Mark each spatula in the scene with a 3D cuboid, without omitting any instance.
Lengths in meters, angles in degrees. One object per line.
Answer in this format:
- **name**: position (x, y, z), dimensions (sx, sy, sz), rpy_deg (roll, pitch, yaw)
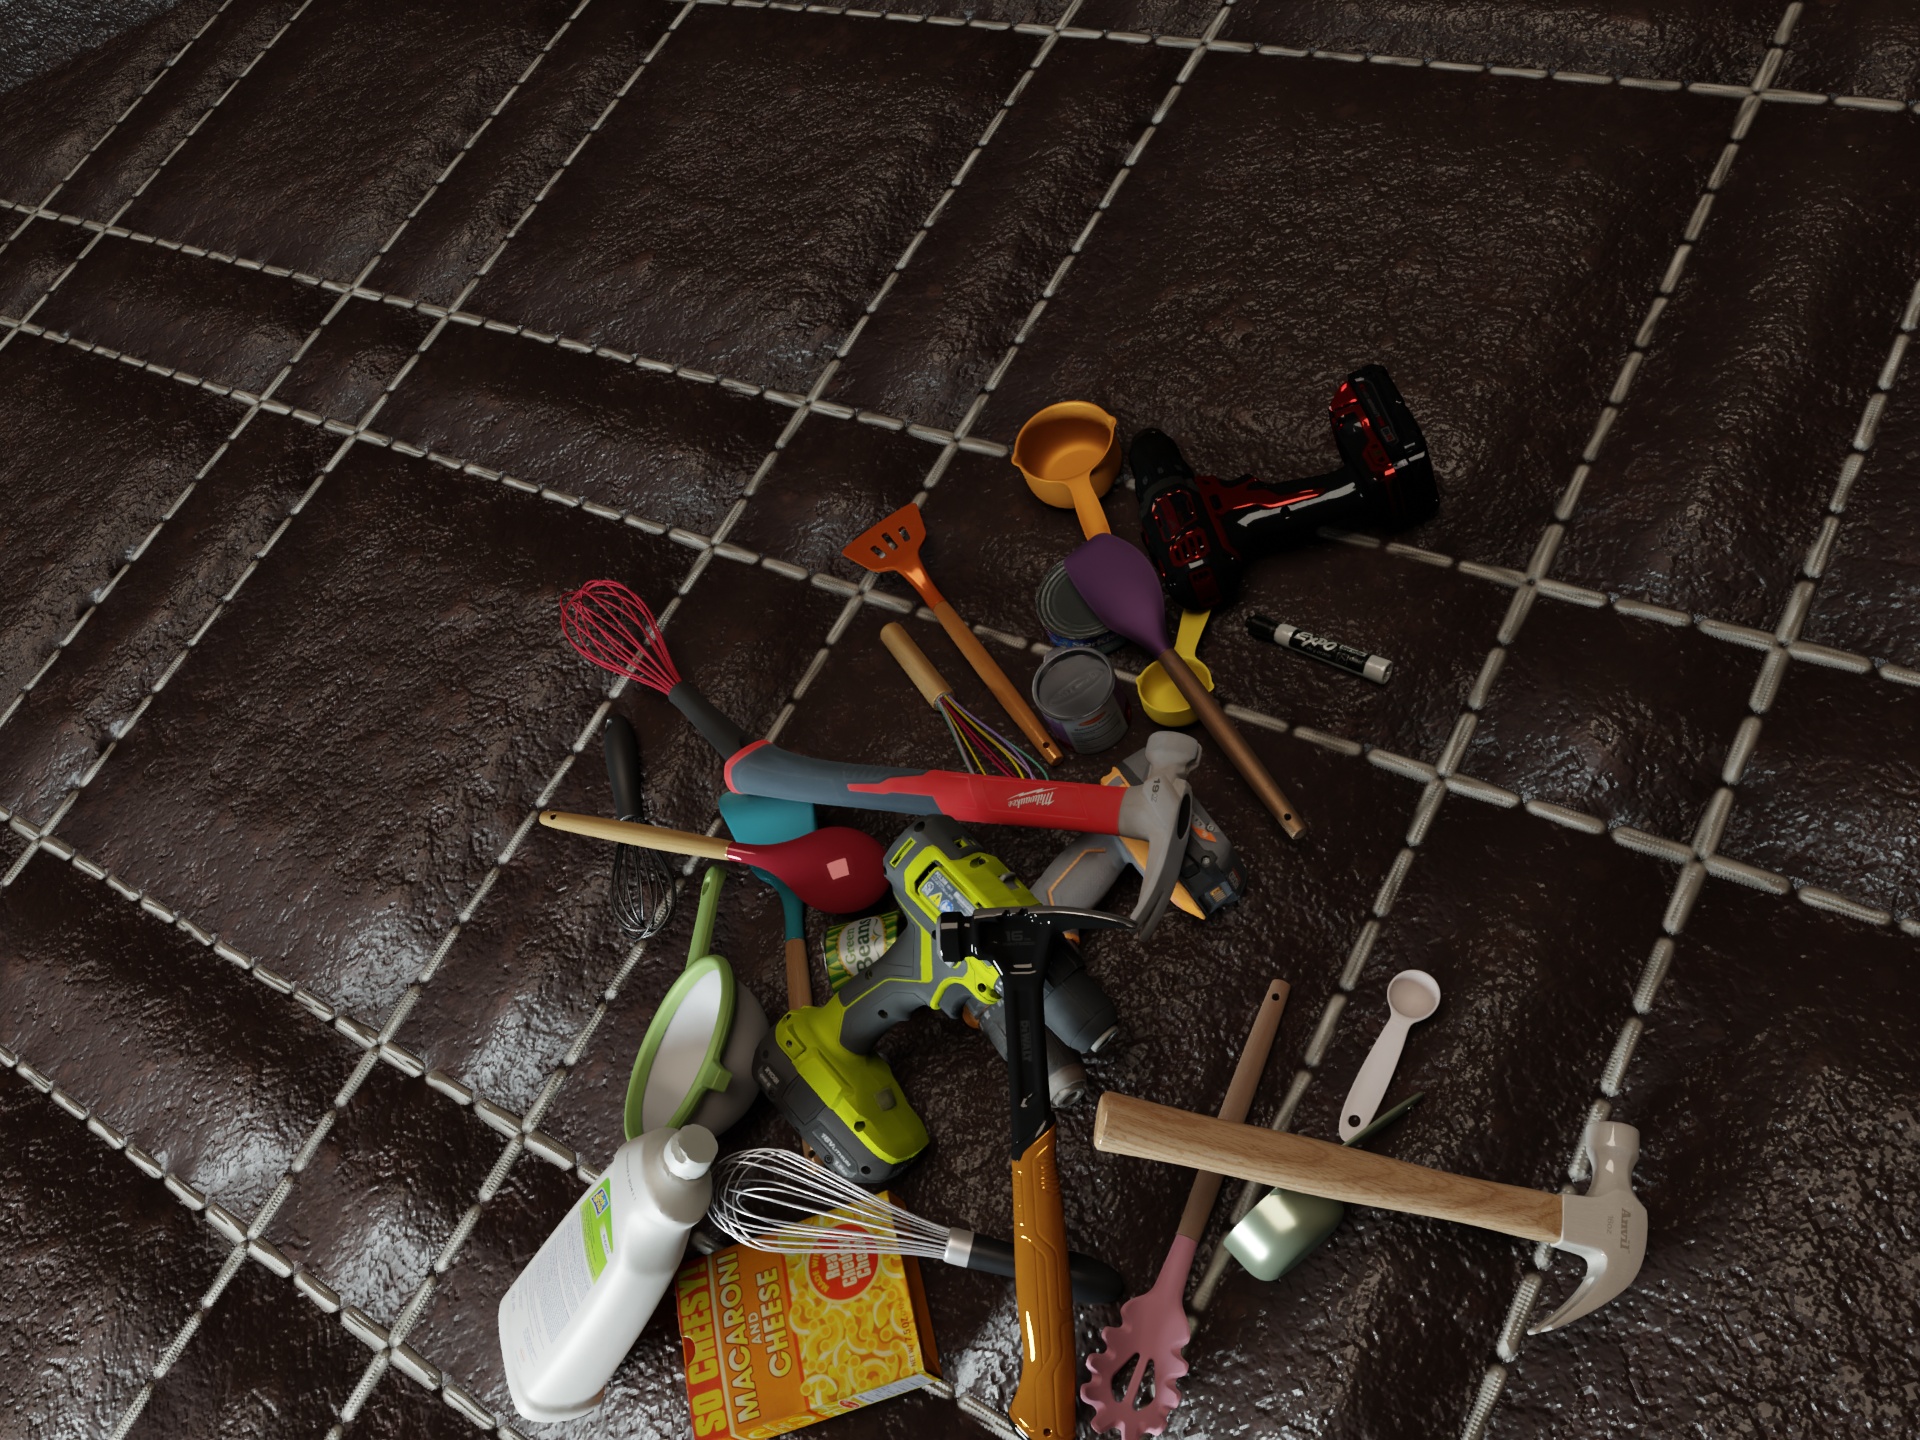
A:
- **spatula**: position (-0.002, -0.075, 1.341), dimensions (0.081, 0.041, 0.323), rpy_deg (-35, 58, -2)
- **spatula**: position (0.171, -0.033, 1.206), dimensions (0.060, 0.018, 0.316), rpy_deg (-35, 57, 6)
- **spatula**: position (-0.130, 0.190, 1.215), dimensions (0.082, 0.044, 0.318), rpy_deg (-16, 57, 9)

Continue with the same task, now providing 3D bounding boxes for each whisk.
- **whisk**: position (-0.276, 0.083, 1.336), dimensions (0.055, 0.055, 0.239), rpy_deg (-24, 51, 6)
- **whisk**: position (-0.001, -0.006, 1.286), dimensions (0.051, 0.047, 0.245), rpy_deg (-37, 51, -1)
- **whisk**: position (-0.257, -0.037, 1.394), dimensions (0.073, 0.073, 0.296), rpy_deg (-45, 61, -9)
- **whisk**: position (-0.032, 0.335, 1.039), dimensions (0.284, 0.070, 0.070), rpy_deg (13, 64, 3)

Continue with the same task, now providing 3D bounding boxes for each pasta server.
- **pasta server**: position (0.158, 0.310, 1.035), dimensions (0.060, 0.040, 0.316), rpy_deg (19, 67, 16)

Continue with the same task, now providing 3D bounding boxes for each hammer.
- **hammer**: position (0.056, 0.285, 0.999), dimensions (0.127, 0.034, 0.337), rpy_deg (-3, 88, 7)
- **hammer**: position (0.243, 0.276, 0.951), dimensions (0.331, 0.031, 0.130), rpy_deg (12, 62, 1)
- **hammer**: position (-0.018, 0.068, 1.165), dimensions (0.386, 0.038, 0.143), rpy_deg (4, 68, 31)

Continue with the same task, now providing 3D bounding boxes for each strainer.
- **strainer**: position (-0.182, 0.218, 1.210), dimensions (0.151, 0.069, 0.257), rpy_deg (-46, 27, 34)

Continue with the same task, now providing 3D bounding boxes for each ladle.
- **ladle**: position (-0.202, 0.098, 1.257), dimensions (0.315, 0.031, 0.069), rpy_deg (7, 66, 23)

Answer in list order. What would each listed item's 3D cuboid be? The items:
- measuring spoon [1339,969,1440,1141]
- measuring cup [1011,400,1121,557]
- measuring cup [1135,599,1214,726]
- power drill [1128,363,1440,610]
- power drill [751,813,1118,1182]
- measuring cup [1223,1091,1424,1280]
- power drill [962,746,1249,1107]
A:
- **measuring spoon**: position (0.283, 0.224, 1.056), dimensions (0.034, 0.018, 0.124), rpy_deg (23, 77, 31)
- **measuring cup**: position (0.105, -0.192, 1.352), dimensions (0.095, 0.052, 0.174), rpy_deg (-21, 57, 8)
- **measuring cup**: position (0.183, -0.058, 1.262), dimensions (0.062, 0.029, 0.157), rpy_deg (6, 51, 21)
- **power drill**: position (0.248, -0.200, 1.284), dimensions (0.226, 0.080, 0.188), rpy_deg (-22, 49, 10)
- **power drill**: position (-0.018, 0.204, 1.084), dimensions (0.191, 0.080, 0.228), rpy_deg (45, 107, 18)
- **measuring cup**: position (0.241, 0.293, 1.003), dimensions (0.167, 0.083, 0.038), rpy_deg (-31, 62, -18)
- **power drill**: position (0.095, 0.148, 1.134), dimensions (0.226, 0.084, 0.186), rpy_deg (-36, 56, 2)
